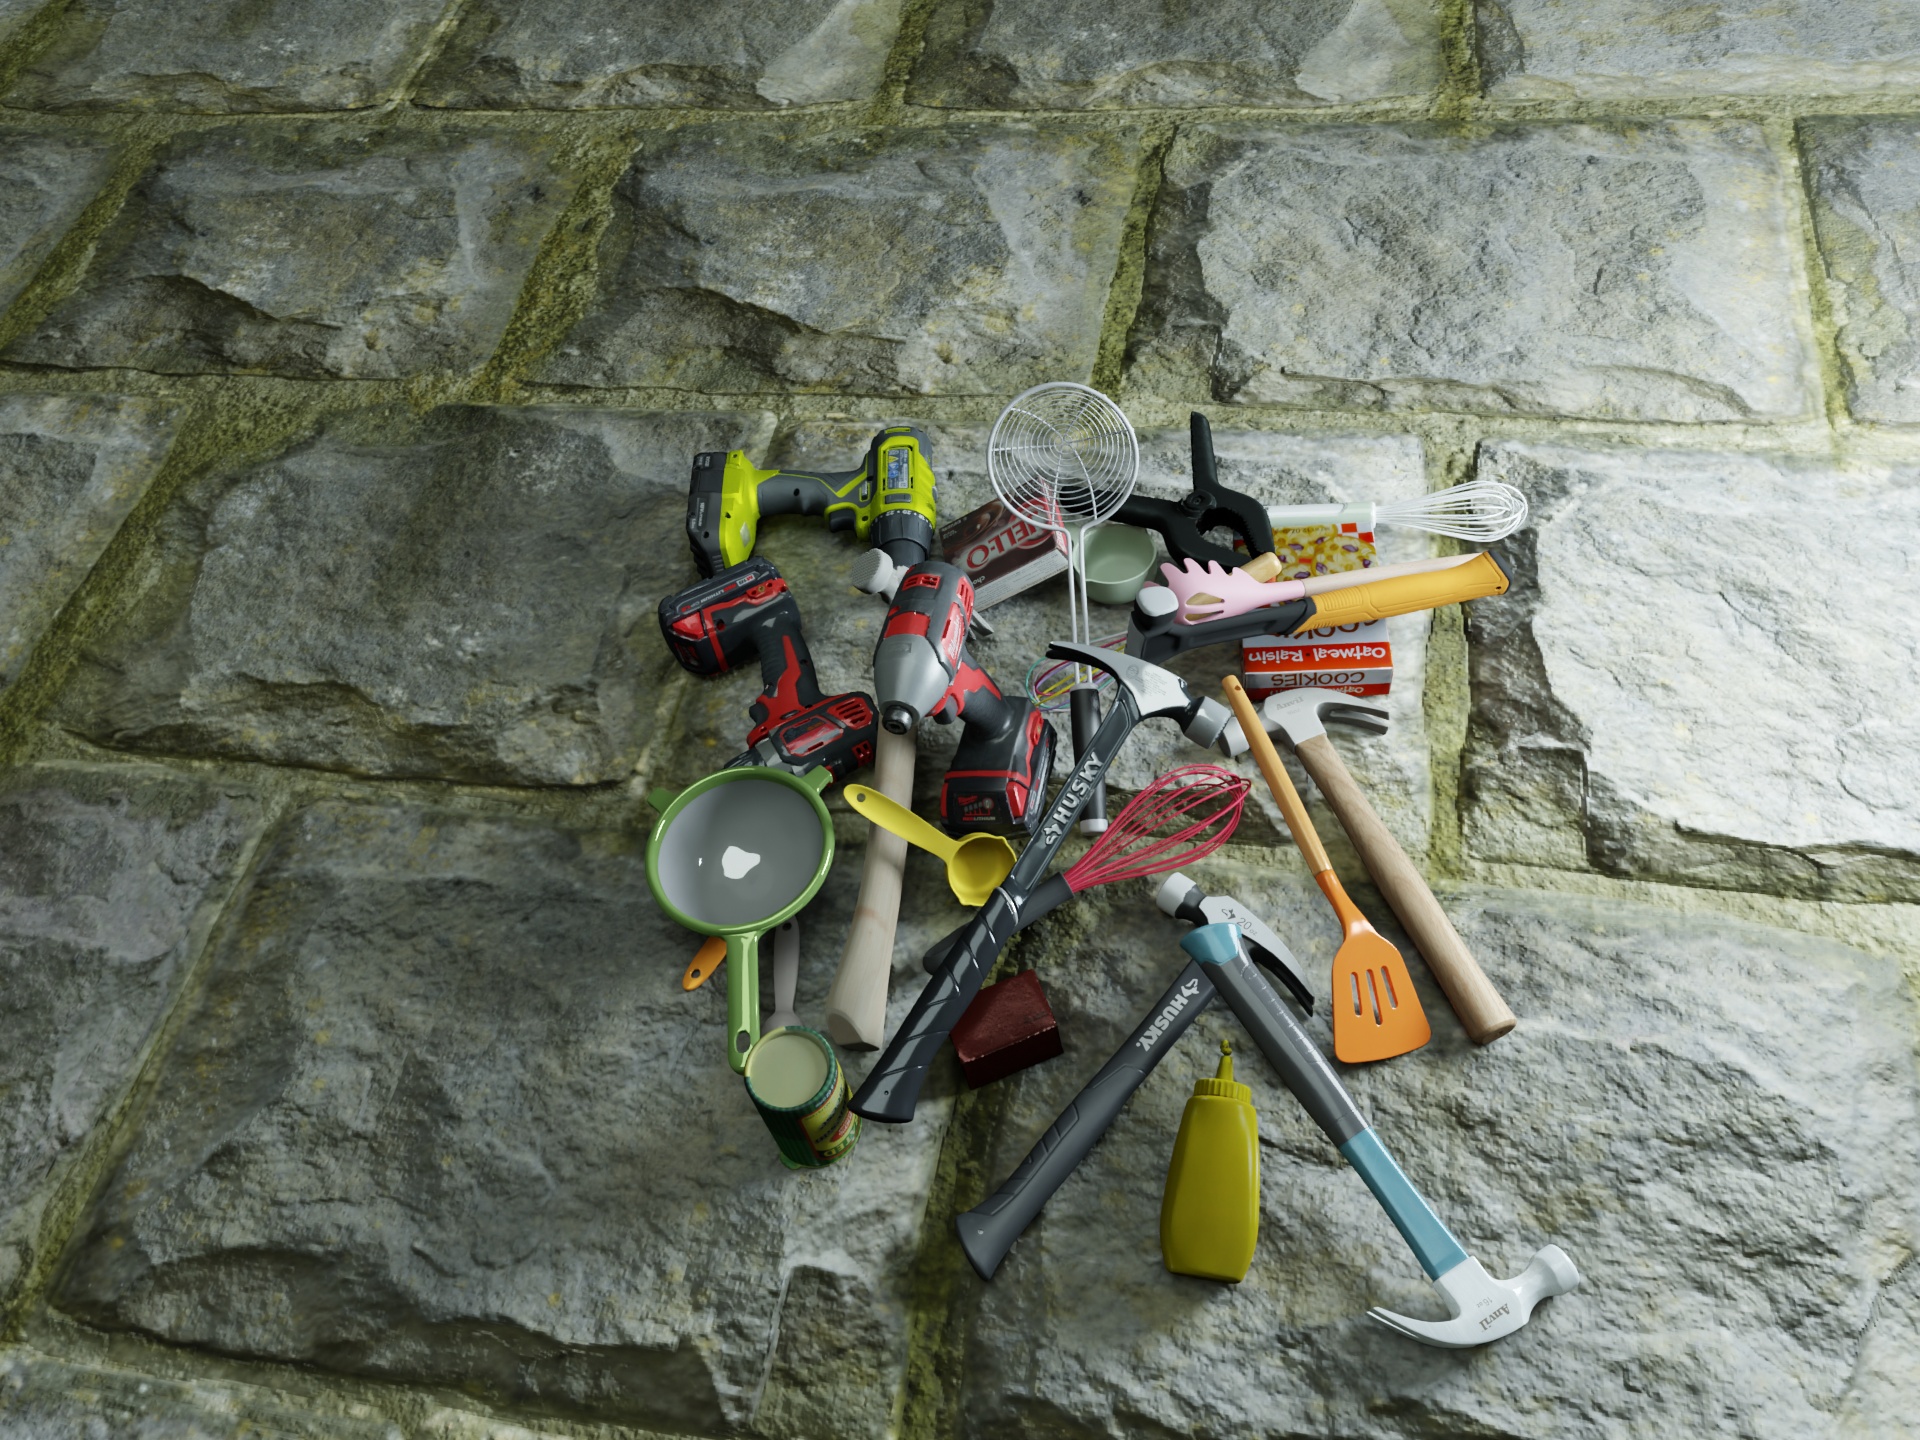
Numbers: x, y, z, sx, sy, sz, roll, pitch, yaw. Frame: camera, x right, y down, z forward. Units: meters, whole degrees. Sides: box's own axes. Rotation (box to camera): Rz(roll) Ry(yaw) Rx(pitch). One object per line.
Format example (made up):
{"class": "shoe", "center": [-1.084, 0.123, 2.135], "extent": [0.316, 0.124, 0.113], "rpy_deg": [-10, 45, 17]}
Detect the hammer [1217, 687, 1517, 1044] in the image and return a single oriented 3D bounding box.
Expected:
{"class": "hammer", "center": [0.328, 0.102, 1.234], "extent": [0.130, 0.031, 0.332], "rpy_deg": [-22, 54, -6]}

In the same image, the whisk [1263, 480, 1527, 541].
{"class": "whisk", "center": [0.378, -0.185, 1.426], "extent": [0.246, 0.059, 0.058], "rpy_deg": [0, 41, 15]}

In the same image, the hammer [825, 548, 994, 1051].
{"class": "hammer", "center": [-0.049, 0.066, 1.292], "extent": [0.038, 0.146, 0.411], "rpy_deg": [-18, 55, 40]}

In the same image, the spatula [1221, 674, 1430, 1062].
{"class": "spatula", "center": [0.262, 0.101, 1.210], "extent": [0.081, 0.041, 0.323], "rpy_deg": [-8, 57, -19]}

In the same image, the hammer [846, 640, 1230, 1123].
{"class": "hammer", "center": [0.040, 0.117, 1.174], "extent": [0.149, 0.036, 0.409], "rpy_deg": [32, 71, 7]}

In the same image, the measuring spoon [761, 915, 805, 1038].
{"class": "measuring spoon", "center": [-0.139, 0.201, 1.245], "extent": [0.034, 0.018, 0.124], "rpy_deg": [-6, 53, 5]}

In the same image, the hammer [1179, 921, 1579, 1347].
{"class": "hammer", "center": [0.263, 0.274, 1.090], "extent": [0.128, 0.033, 0.331], "rpy_deg": [-30, 64, -12]}

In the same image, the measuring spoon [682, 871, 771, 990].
{"class": "measuring spoon", "center": [-0.189, 0.168, 1.281], "extent": [0.021, 0.011, 0.117], "rpy_deg": [21, 60, 22]}

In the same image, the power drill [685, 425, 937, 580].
{"class": "power drill", "center": [-0.135, -0.187, 1.492], "extent": [0.228, 0.080, 0.191], "rpy_deg": [-3, 54, 3]}

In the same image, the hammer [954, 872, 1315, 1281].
{"class": "hammer", "center": [0.117, 0.264, 1.148], "extent": [0.146, 0.035, 0.335], "rpy_deg": [32, 65, 28]}

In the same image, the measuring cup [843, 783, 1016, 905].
{"class": "measuring cup", "center": [-0.026, 0.091, 1.250], "extent": [0.156, 0.029, 0.062], "rpy_deg": [32, 88, -12]}

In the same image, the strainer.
{"class": "strainer", "center": [-0.164, 0.159, 1.237], "extent": [0.151, 0.069, 0.257], "rpy_deg": [-8, 58, 3]}

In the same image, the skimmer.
{"class": "skimmer", "center": [0.092, -0.091, 1.297], "extent": [0.127, 0.090, 0.363], "rpy_deg": [-6, 77, 11]}

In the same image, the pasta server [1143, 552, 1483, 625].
{"class": "pasta server", "center": [0.303, -0.117, 1.327], "extent": [0.316, 0.060, 0.040], "rpy_deg": [-10, 32, -17]}

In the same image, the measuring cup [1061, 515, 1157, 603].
{"class": "measuring cup", "center": [0.109, -0.158, 1.458], "extent": [0.083, 0.038, 0.168], "rpy_deg": [-41, 52, -21]}

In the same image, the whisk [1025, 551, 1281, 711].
{"class": "whisk", "center": [0.160, -0.075, 1.349], "extent": [0.245, 0.047, 0.051], "rpy_deg": [-30, 68, 7]}

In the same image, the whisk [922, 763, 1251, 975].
{"class": "whisk", "center": [0.100, 0.118, 1.242], "extent": [0.296, 0.073, 0.073], "rpy_deg": [-30, 55, -5]}

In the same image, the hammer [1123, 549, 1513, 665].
{"class": "hammer", "center": [0.293, -0.083, 1.295], "extent": [0.337, 0.127, 0.034], "rpy_deg": [-12, 51, -12]}

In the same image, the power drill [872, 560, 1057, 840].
{"class": "power drill", "center": [-0.002, -0.004, 1.239], "extent": [0.078, 0.219, 0.143], "rpy_deg": [-2, 52, 25]}

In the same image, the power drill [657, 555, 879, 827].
{"class": "power drill", "center": [-0.187, -0.018, 1.379], "extent": [0.188, 0.080, 0.227], "rpy_deg": [-27, 58, -10]}
